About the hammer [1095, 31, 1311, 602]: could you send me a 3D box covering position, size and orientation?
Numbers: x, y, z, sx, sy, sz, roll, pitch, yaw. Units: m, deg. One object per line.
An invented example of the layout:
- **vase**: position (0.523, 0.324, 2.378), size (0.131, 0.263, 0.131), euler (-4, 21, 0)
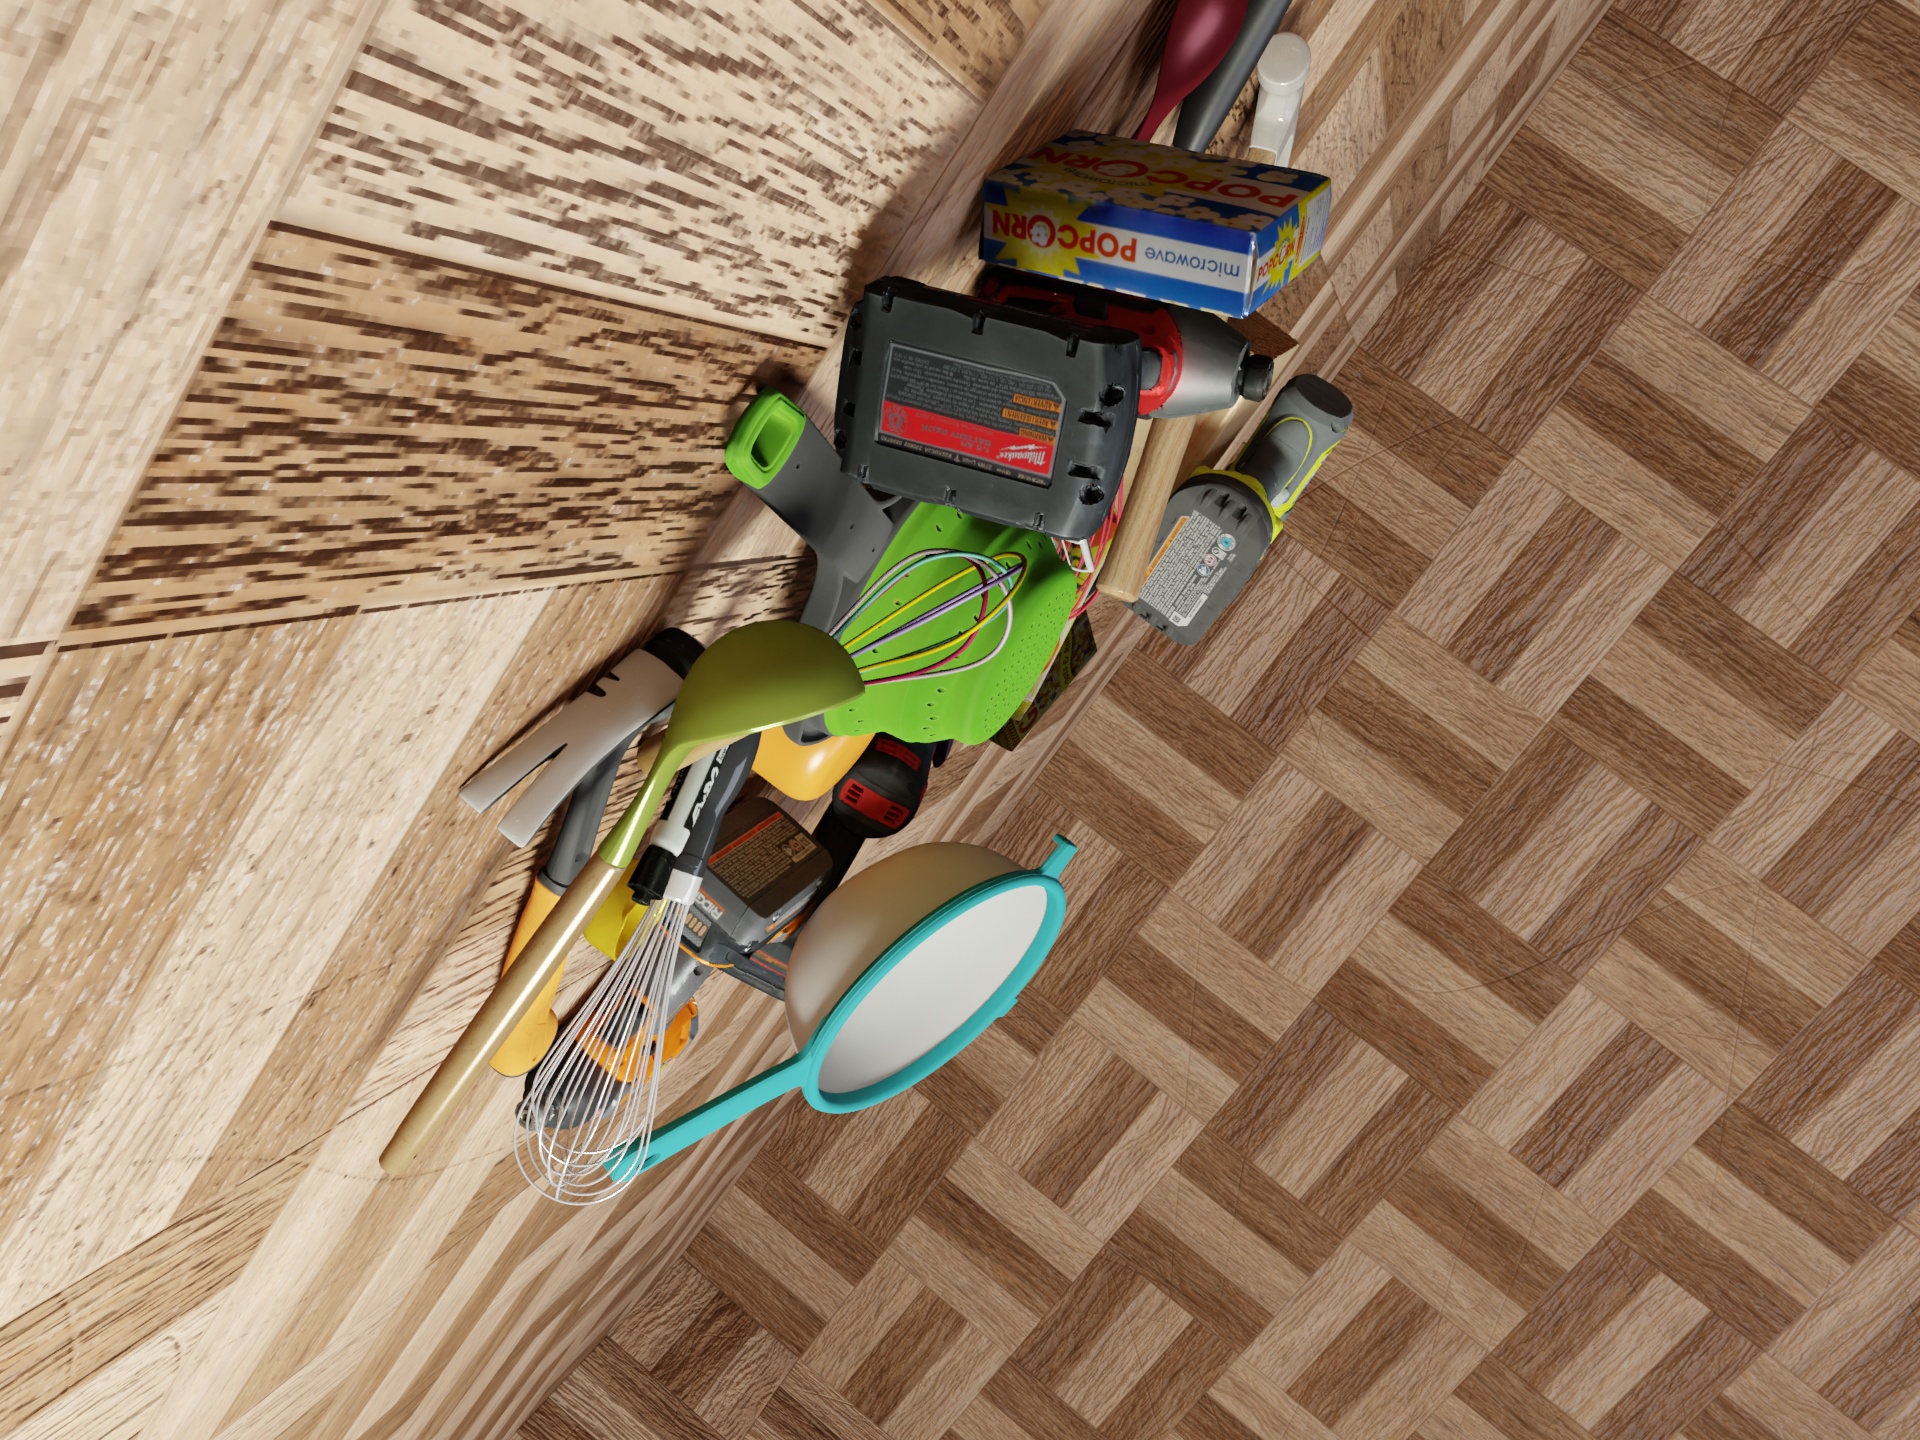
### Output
- **hammer**: position (0.147, -0.232, 0.967), size (0.130, 0.031, 0.331), euler (7, 101, -80)

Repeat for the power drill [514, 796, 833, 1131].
- **power drill**: position (-0.190, 0.165, 1.007), size (0.226, 0.084, 0.164), euler (-52, 173, 26)

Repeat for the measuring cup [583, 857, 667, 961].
- **measuring cup**: position (-0.166, 0.060, 0.895), size (0.156, 0.029, 0.062), euler (-63, 171, -5)

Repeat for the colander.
- **colander**: position (-0.016, -0.066, 0.776), size (0.204, 0.094, 0.397), euler (-59, 167, -2)

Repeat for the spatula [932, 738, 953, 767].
- **spatula**: position (-0.002, -0.003, 1.079), size (0.316, 0.018, 0.060), euler (149, -60, -81)

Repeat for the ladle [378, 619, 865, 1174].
- **ladle**: position (-0.153, 0.085, 0.677), size (0.320, 0.062, 0.078), euler (-52, 180, 14)

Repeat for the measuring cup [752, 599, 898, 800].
- **measuring cup**: position (-0.061, -0.022, 0.994), size (0.174, 0.052, 0.095), euler (-47, 171, -19)

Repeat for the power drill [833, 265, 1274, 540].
- **power drill**: position (0.048, -0.148, 0.679), size (0.220, 0.143, 0.078), euler (-43, 147, -60)

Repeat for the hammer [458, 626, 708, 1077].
- **hammer**: position (-0.201, 0.095, 0.772), size (0.127, 0.034, 0.336), euler (-47, 171, -41)

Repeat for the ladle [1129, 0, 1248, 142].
- **ladle**: position (0.062, -0.246, 0.807), size (0.069, 0.031, 0.315), euler (-46, 172, -49)

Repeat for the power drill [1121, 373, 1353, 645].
- **power drill**: position (0.208, -0.153, 1.236), size (0.228, 0.080, 0.190), euler (-46, 170, -48)

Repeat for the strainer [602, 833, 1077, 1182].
- **strainer**: position (-0.088, 0.171, 0.998), size (0.340, 0.095, 0.210), euler (-24, 147, -33)

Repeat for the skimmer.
- **skimmer**: position (0.119, -0.248, 0.888), size (0.127, 0.090, 0.363), euler (-91, -153, -54)

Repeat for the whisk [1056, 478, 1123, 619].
- **whisk**: position (0.097, -0.192, 1.046), size (0.073, 0.073, 0.295), euler (-37, 152, -63)

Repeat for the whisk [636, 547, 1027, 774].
- **whisk**: position (-0.066, -0.019, 0.706), size (0.245, 0.047, 0.051), euler (-25, 150, 36)

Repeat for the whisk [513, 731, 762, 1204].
- **whisk**: position (-0.160, 0.118, 0.841), size (0.070, 0.070, 0.284), euler (63, 47, -82)

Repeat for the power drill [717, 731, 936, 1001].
- **power drill**: position (-0.086, 0.071, 1.134), size (0.226, 0.080, 0.188), euler (-57, -170, 27)

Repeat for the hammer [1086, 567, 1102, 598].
- **hammer**: position (0.065, -0.070, 1.442), size (0.409, 0.036, 0.149), euler (-43, -157, -25)
